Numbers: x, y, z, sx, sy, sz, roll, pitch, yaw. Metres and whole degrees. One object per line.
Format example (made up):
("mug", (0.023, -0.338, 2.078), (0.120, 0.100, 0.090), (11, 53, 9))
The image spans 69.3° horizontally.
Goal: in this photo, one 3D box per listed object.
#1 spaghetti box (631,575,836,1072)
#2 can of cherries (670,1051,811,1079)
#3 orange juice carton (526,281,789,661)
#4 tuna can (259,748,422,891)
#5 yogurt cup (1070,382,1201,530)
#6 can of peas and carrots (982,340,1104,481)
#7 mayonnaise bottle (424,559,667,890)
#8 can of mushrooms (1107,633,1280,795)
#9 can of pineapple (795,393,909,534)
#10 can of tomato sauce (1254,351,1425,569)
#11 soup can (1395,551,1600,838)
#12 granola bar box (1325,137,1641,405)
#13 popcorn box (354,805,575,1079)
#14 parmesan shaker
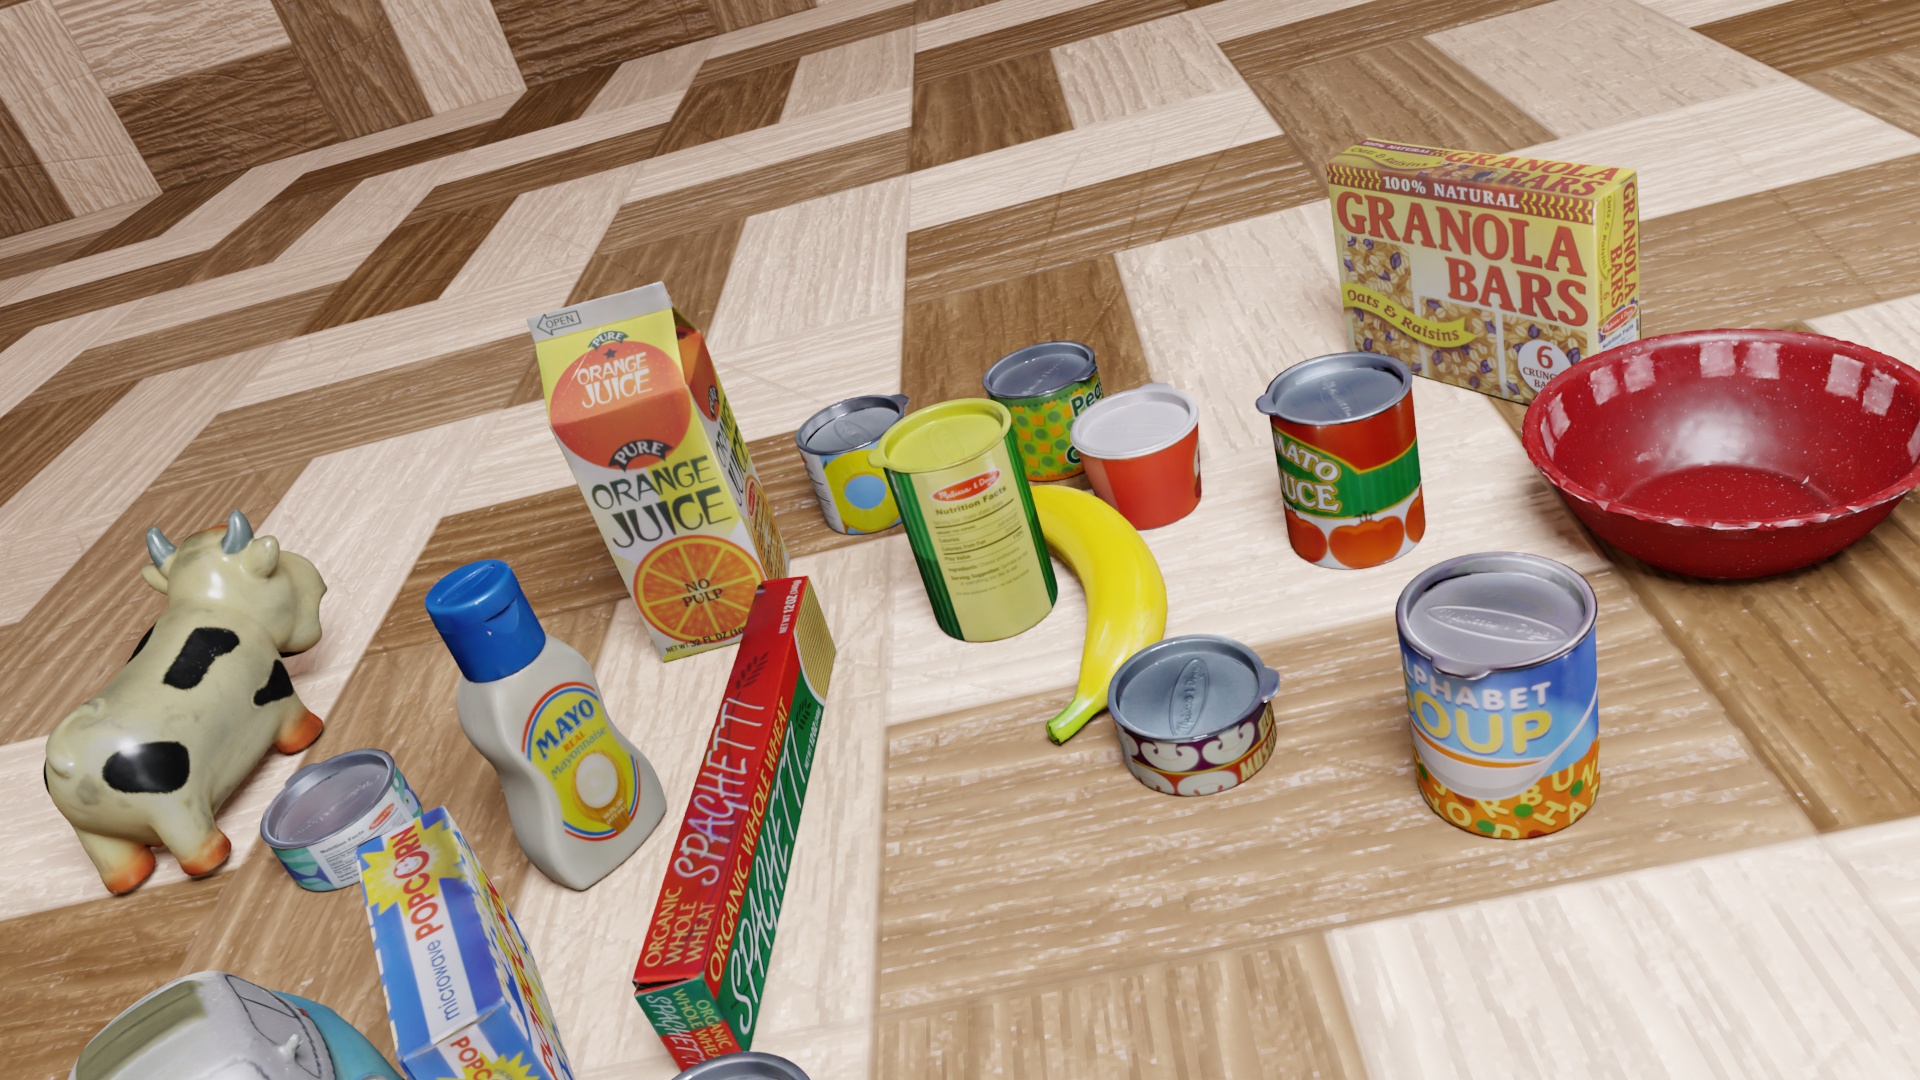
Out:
("spaghetti box", (-0.089, 0.106, 0.598), (0.028, 0.050, 0.251), (-11, 32, 11))
("can of cherries", (-0.068, 0.204, 0.426), (0.071, 0.058, 0.072), (-13, 31, 8))
("orange juice carton", (-0.153, -0.039, 0.721), (0.072, 0.191, 0.073), (-15, 31, 4))
("tuna can", (-0.300, 0.134, 0.674), (0.071, 0.032, 0.071), (-12, 32, 8))
("yogurt cup", (0.097, -0.042, 0.737), (0.072, 0.053, 0.073), (-13, 31, 8))
("can of peas and carrots", (0.054, -0.075, 0.806), (0.071, 0.058, 0.071), (-13, 31, 8))
("mayonnaise bottle", (-0.179, 0.078, 0.593), (0.041, 0.147, 0.065), (10, 40, 37))
("can of mushrooms", (0.099, 0.072, 0.576), (0.071, 0.033, 0.071), (-13, 32, 8))
("can of pineapple", (-0.055, -0.045, 0.812), (0.071, 0.057, 0.071), (-13, 31, 8))
("can of tomato sauce", (0.182, -0.037, 0.660), (0.071, 0.082, 0.071), (-13, 31, 8))
("soup can", (0.194, 0.058, 0.503), (0.071, 0.083, 0.072), (-13, 31, 8))
("granola bar box", (0.276, -0.142, 0.740), (0.039, 0.123, 0.166), (-32, 34, -22))
("popcorn box", (-0.180, 0.168, 0.512), (0.038, 0.085, 0.127), (-28, 33, -17))
("parmesan shaker", (0.002, -0.009, 0.684), (0.071, 0.102, 0.072), (-13, 31, 8))
